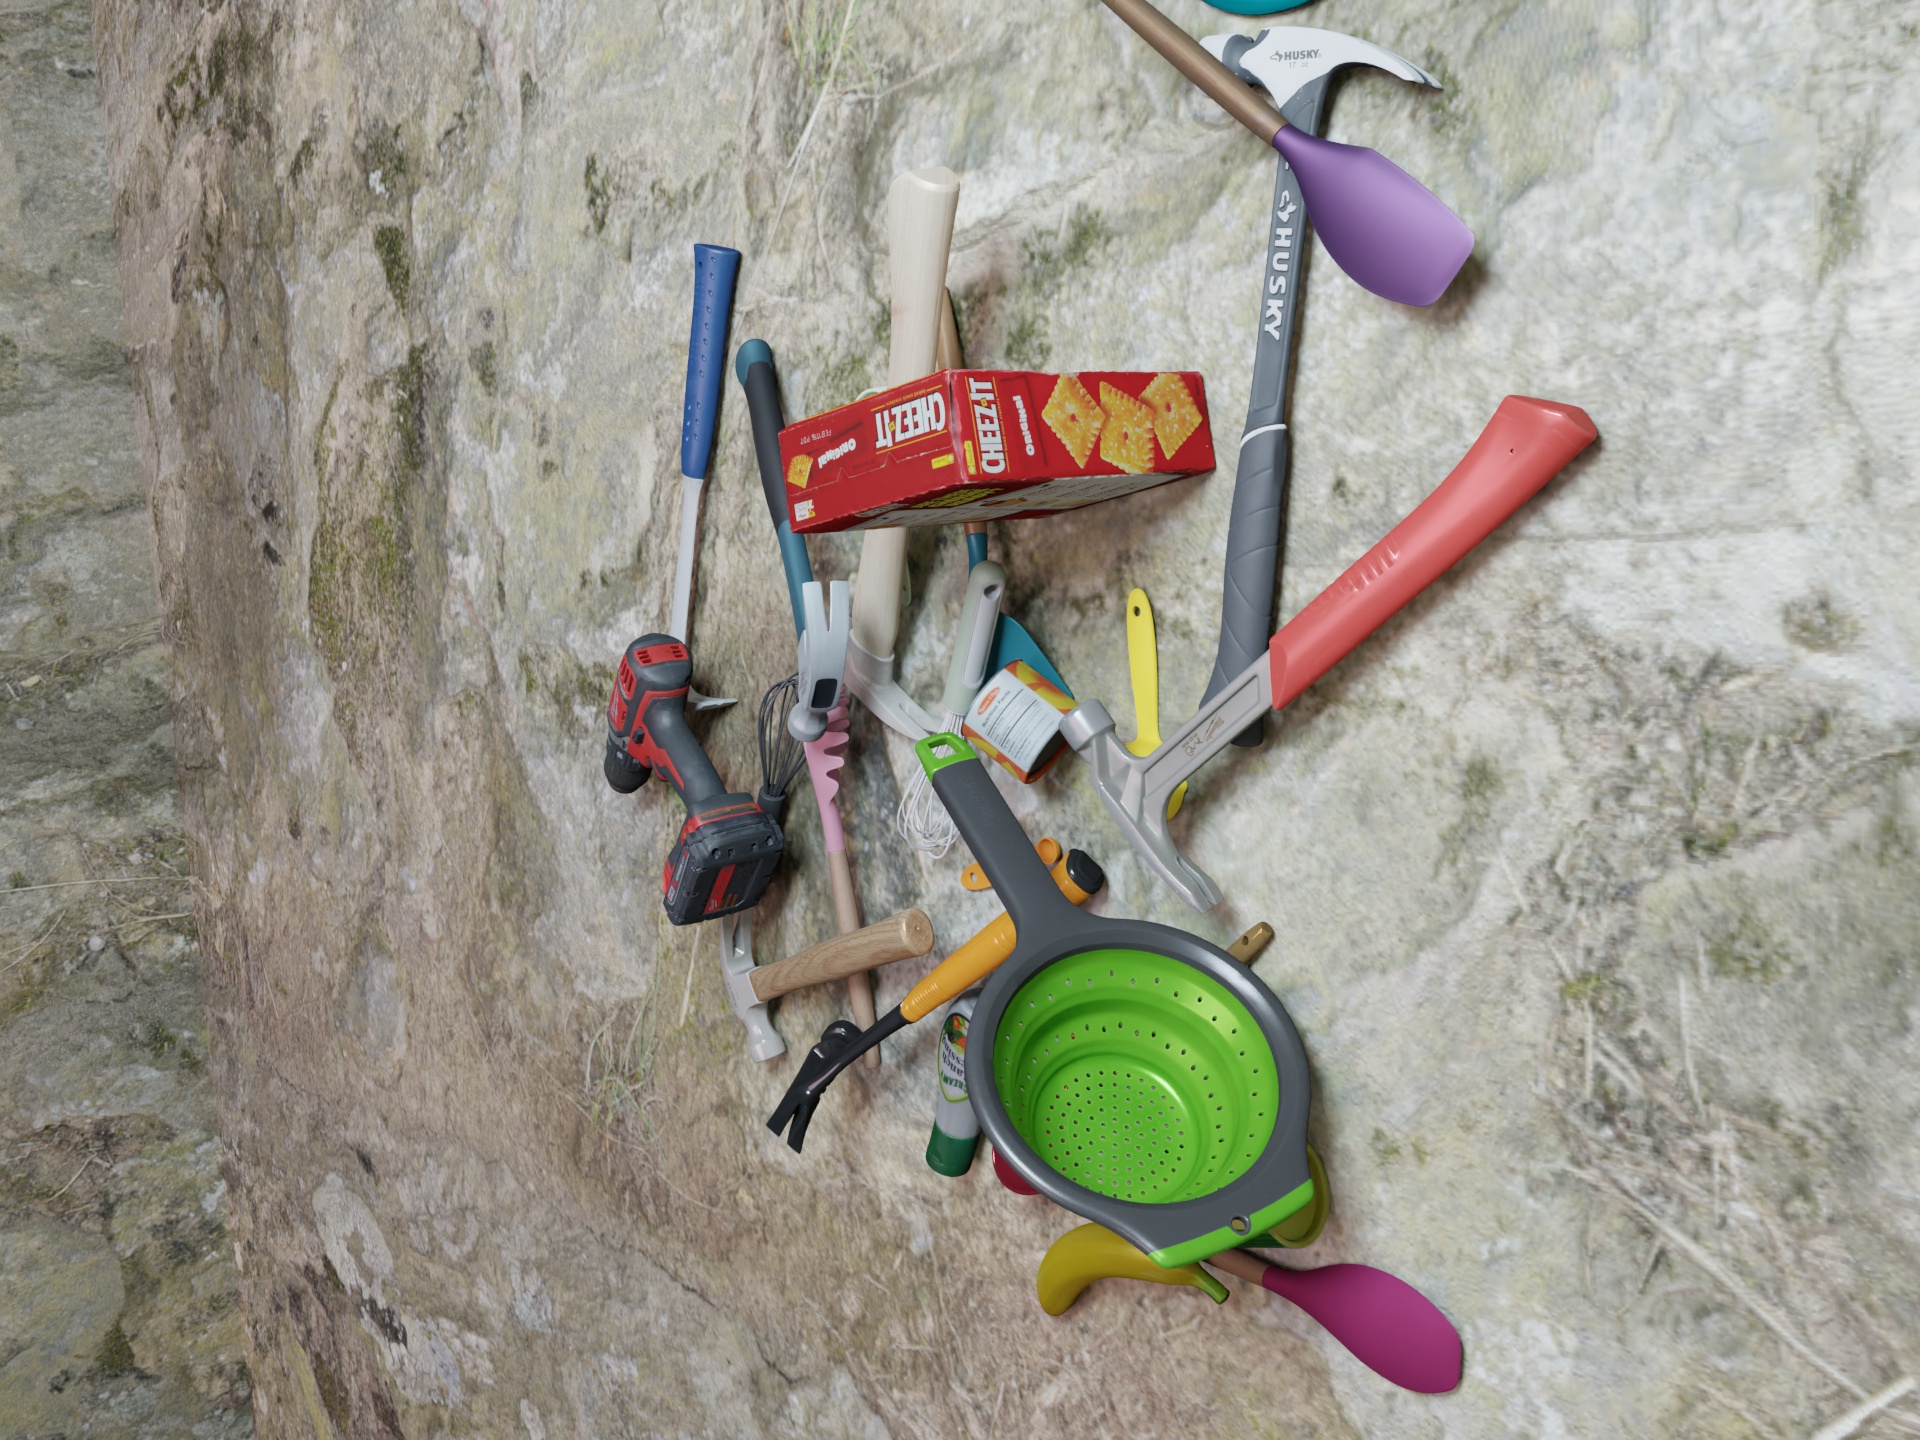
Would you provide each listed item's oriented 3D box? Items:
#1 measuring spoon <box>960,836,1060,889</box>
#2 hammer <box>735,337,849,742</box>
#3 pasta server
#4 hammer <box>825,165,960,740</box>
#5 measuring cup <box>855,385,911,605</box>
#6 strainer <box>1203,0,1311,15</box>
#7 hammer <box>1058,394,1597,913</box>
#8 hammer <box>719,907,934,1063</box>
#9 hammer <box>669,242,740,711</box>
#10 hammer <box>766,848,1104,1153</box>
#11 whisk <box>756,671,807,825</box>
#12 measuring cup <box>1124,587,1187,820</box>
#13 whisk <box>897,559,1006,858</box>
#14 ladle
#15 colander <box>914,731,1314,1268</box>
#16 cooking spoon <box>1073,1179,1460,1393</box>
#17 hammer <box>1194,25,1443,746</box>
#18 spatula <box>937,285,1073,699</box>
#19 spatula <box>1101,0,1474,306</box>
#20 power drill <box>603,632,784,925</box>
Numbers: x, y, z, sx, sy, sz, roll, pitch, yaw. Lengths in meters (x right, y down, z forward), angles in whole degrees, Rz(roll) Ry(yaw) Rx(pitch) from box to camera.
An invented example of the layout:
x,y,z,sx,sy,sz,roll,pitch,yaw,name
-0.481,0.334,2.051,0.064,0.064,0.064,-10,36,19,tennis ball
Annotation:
x,y,z,sx,sy,sz,roll,pitch,yaw,name
0.036,0.105,1.156,0.117,0.011,0.021,-27,77,51,measuring spoon
-0.134,-0.156,1.218,0.128,0.033,0.331,116,145,-55,hammer
-0.087,0.128,1.272,0.060,0.040,0.316,-105,7,-79,pasta server
-0.037,-0.173,1.098,0.146,0.038,0.410,43,140,33,hammer
-0.039,-0.167,1.178,0.083,0.038,0.167,24,129,46,measuring cup
0.108,-0.503,0.903,0.340,0.095,0.211,3,99,46,strainer
0.208,-0.041,0.891,0.149,0.036,0.359,53,126,12,hammer
-0.115,0.194,1.279,0.331,0.031,0.130,-29,82,54,hammer
-0.227,-0.199,1.373,0.144,0.035,0.405,28,117,42,hammer
-0.019,0.197,1.155,0.034,0.127,0.336,43,123,-6,hammer
-0.157,0.060,1.337,0.055,0.055,0.238,43,131,34,whisk
0.112,-0.007,1.033,0.062,0.029,0.156,4,101,47,measuring cup
-0.002,-0.004,1.122,0.059,0.057,0.246,54,141,46,whisk
0.113,0.229,1.077,0.315,0.031,0.069,-53,46,36,ladle
0.065,0.172,1.009,0.398,0.204,0.094,58,155,35,colander
0.179,0.352,1.032,0.319,0.017,0.068,10,104,47,cooking spoon
0.183,-0.184,0.923,0.149,0.036,0.408,18,110,44,hammer
0.014,-0.155,1.124,0.082,0.044,0.317,-16,80,48,spatula
0.160,-0.335,0.879,0.316,0.018,0.059,52,131,25,spatula
-0.245,0.062,1.360,0.227,0.080,0.187,60,144,27,power drill
